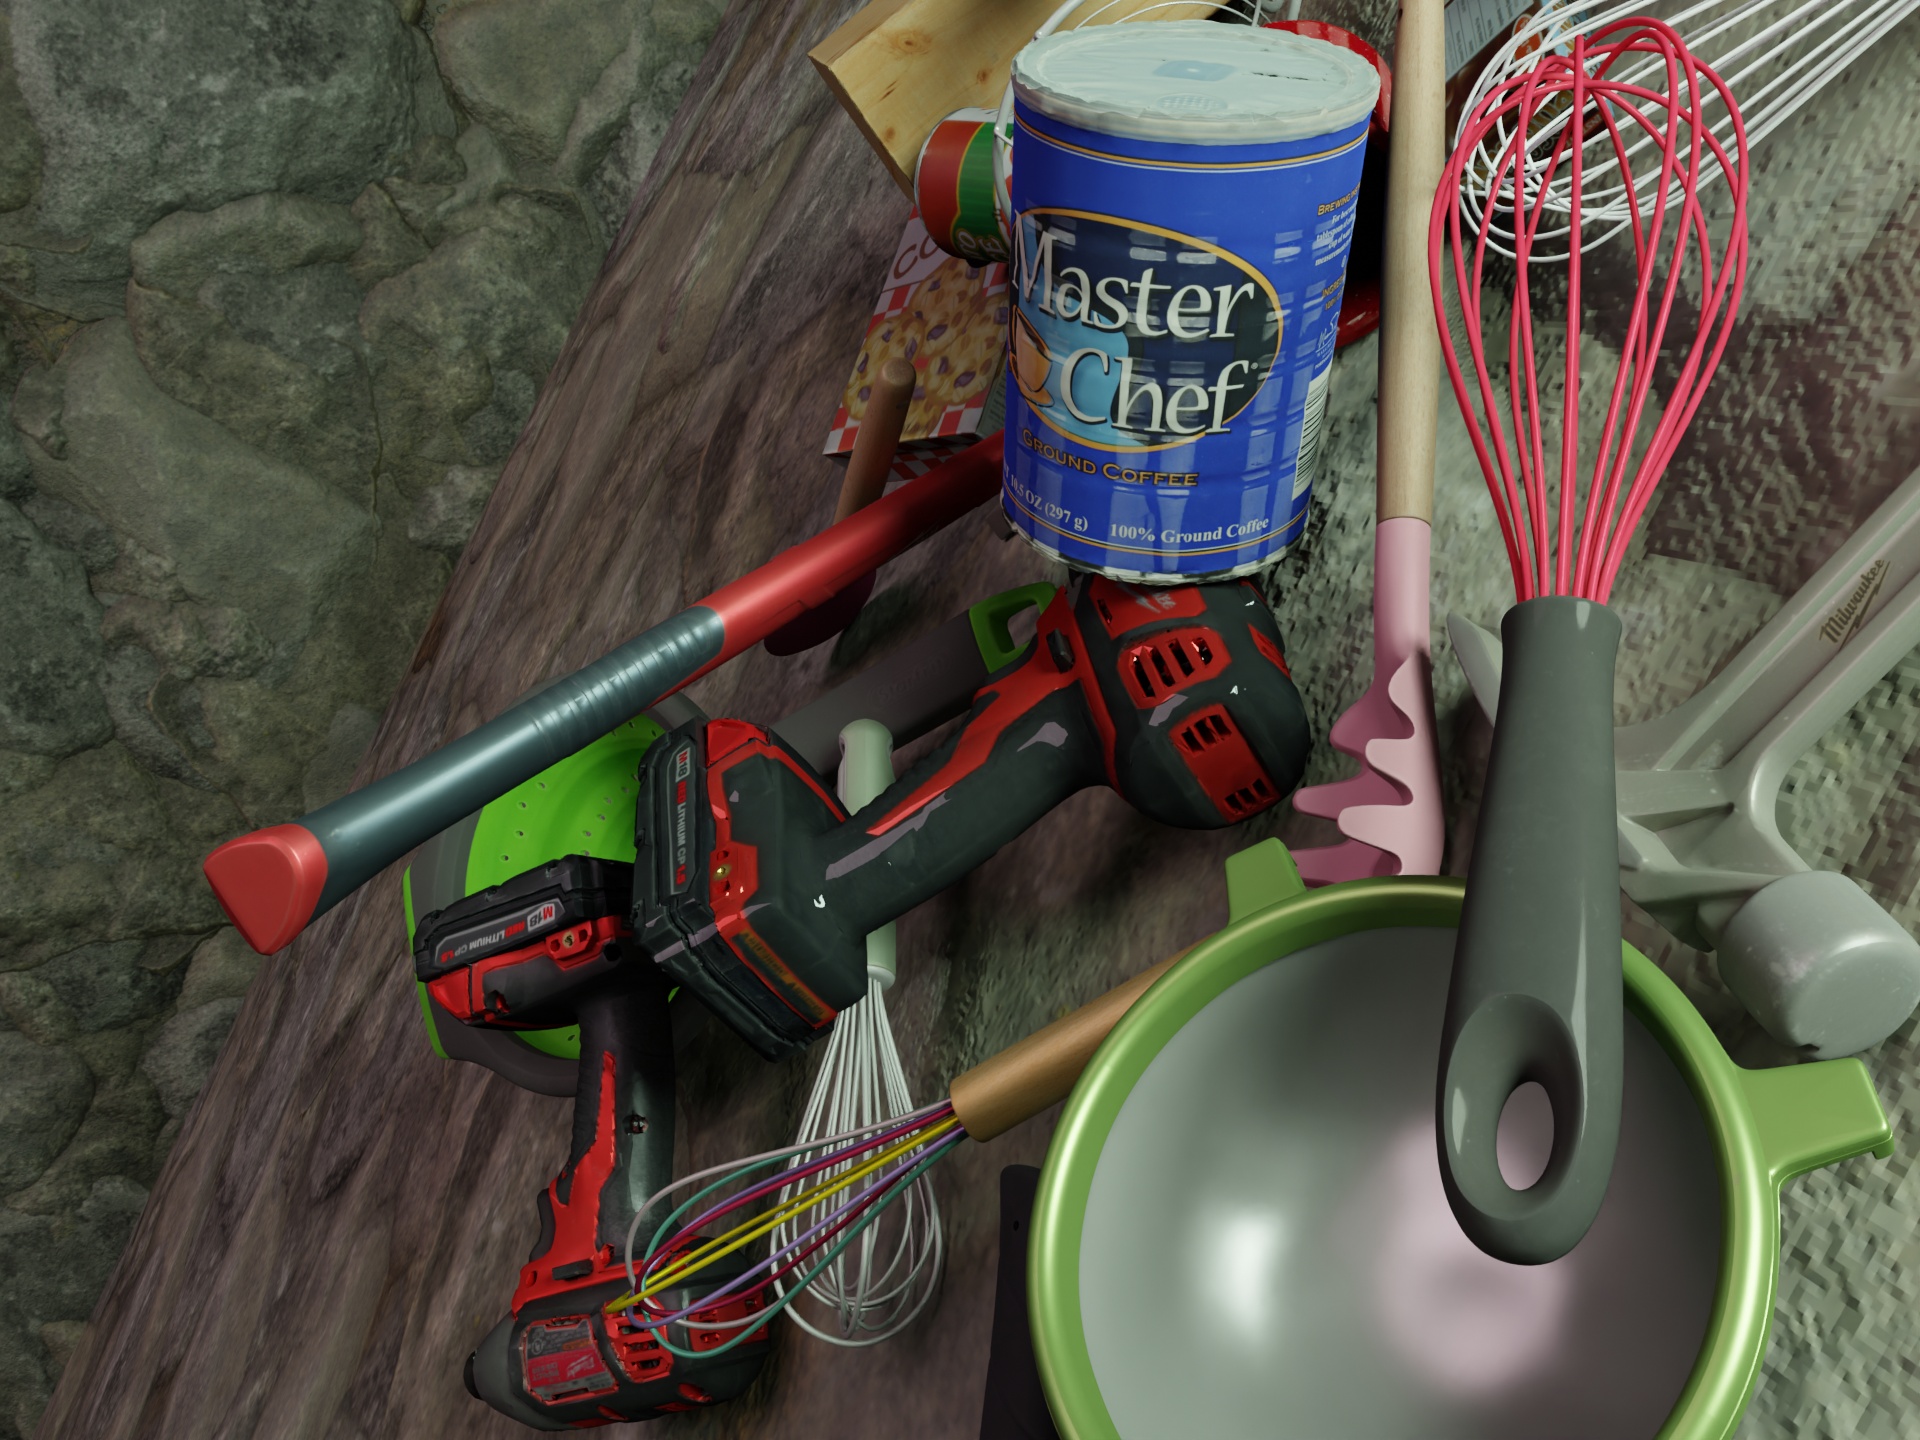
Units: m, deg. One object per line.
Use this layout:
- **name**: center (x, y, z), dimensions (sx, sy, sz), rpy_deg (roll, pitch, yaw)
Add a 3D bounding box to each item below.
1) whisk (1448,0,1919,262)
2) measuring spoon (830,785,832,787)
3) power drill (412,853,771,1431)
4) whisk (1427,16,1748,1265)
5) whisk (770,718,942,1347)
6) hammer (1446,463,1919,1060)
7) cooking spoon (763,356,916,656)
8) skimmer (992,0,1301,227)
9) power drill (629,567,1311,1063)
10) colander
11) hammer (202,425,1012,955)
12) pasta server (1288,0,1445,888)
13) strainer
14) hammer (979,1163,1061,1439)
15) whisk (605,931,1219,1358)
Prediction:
- **whisk**: center (0.235, -0.193, 0.368), dimensions (0.284, 0.070, 0.070), rpy_deg (-22, 48, 49)
- **measuring spoon**: center (-0.087, 0.042, 0.816), dimensions (0.124, 0.018, 0.034), rpy_deg (-52, 28, 24)
- **power drill**: center (-0.160, 0.178, 0.665), dimensions (0.143, 0.078, 0.220), rpy_deg (-23, 67, 27)
- **whisk**: center (0.128, -0.036, 0.337), dimensions (0.073, 0.073, 0.296), rpy_deg (-26, 45, 54)
- **whisk**: center (-0.038, 0.104, 0.594), dimensions (0.057, 0.059, 0.247), rpy_deg (96, 174, -56)
- **hammer**: center (0.242, -0.107, 0.294), dimensions (0.359, 0.036, 0.149), rpy_deg (-54, 27, 23)
- **cooking spoon**: center (-0.051, -0.084, 0.727), dimensions (0.069, 0.017, 0.318), rpy_deg (-30, -8, -17)
- **skimmer**: center (0.130, -0.344, 0.665), dimensions (0.090, 0.127, 0.363), rpy_deg (9, 66, 44)
- **power drill**: center (-0.001, -0.002, 0.558), dimensions (0.226, 0.080, 0.188), rpy_deg (-30, 35, 13)
- **colander**: center (-0.098, 0.046, 0.759), dimensions (0.397, 0.094, 0.205), rpy_deg (-29, 67, 25)
- **hammer**: center (-0.092, -0.031, 0.598), dimensions (0.386, 0.038, 0.143), rpy_deg (-34, -2, -29)
- **pasta server**: center (0.120, -0.081, 0.453), dimensions (0.060, 0.040, 0.316), rpy_deg (114, 164, -73)
- **strainer**: center (0.064, 0.154, 0.319), dimensions (0.152, 0.069, 0.256), rpy_deg (20, 72, 49)
- **hammer**: center (0.005, 0.306, 0.376), dimensions (0.149, 0.036, 0.409), rpy_deg (-38, 35, 46)
- **whisk**: center (-0.015, 0.133, 0.493), dimensions (0.245, 0.047, 0.051), rpy_deg (-33, 52, 17)
